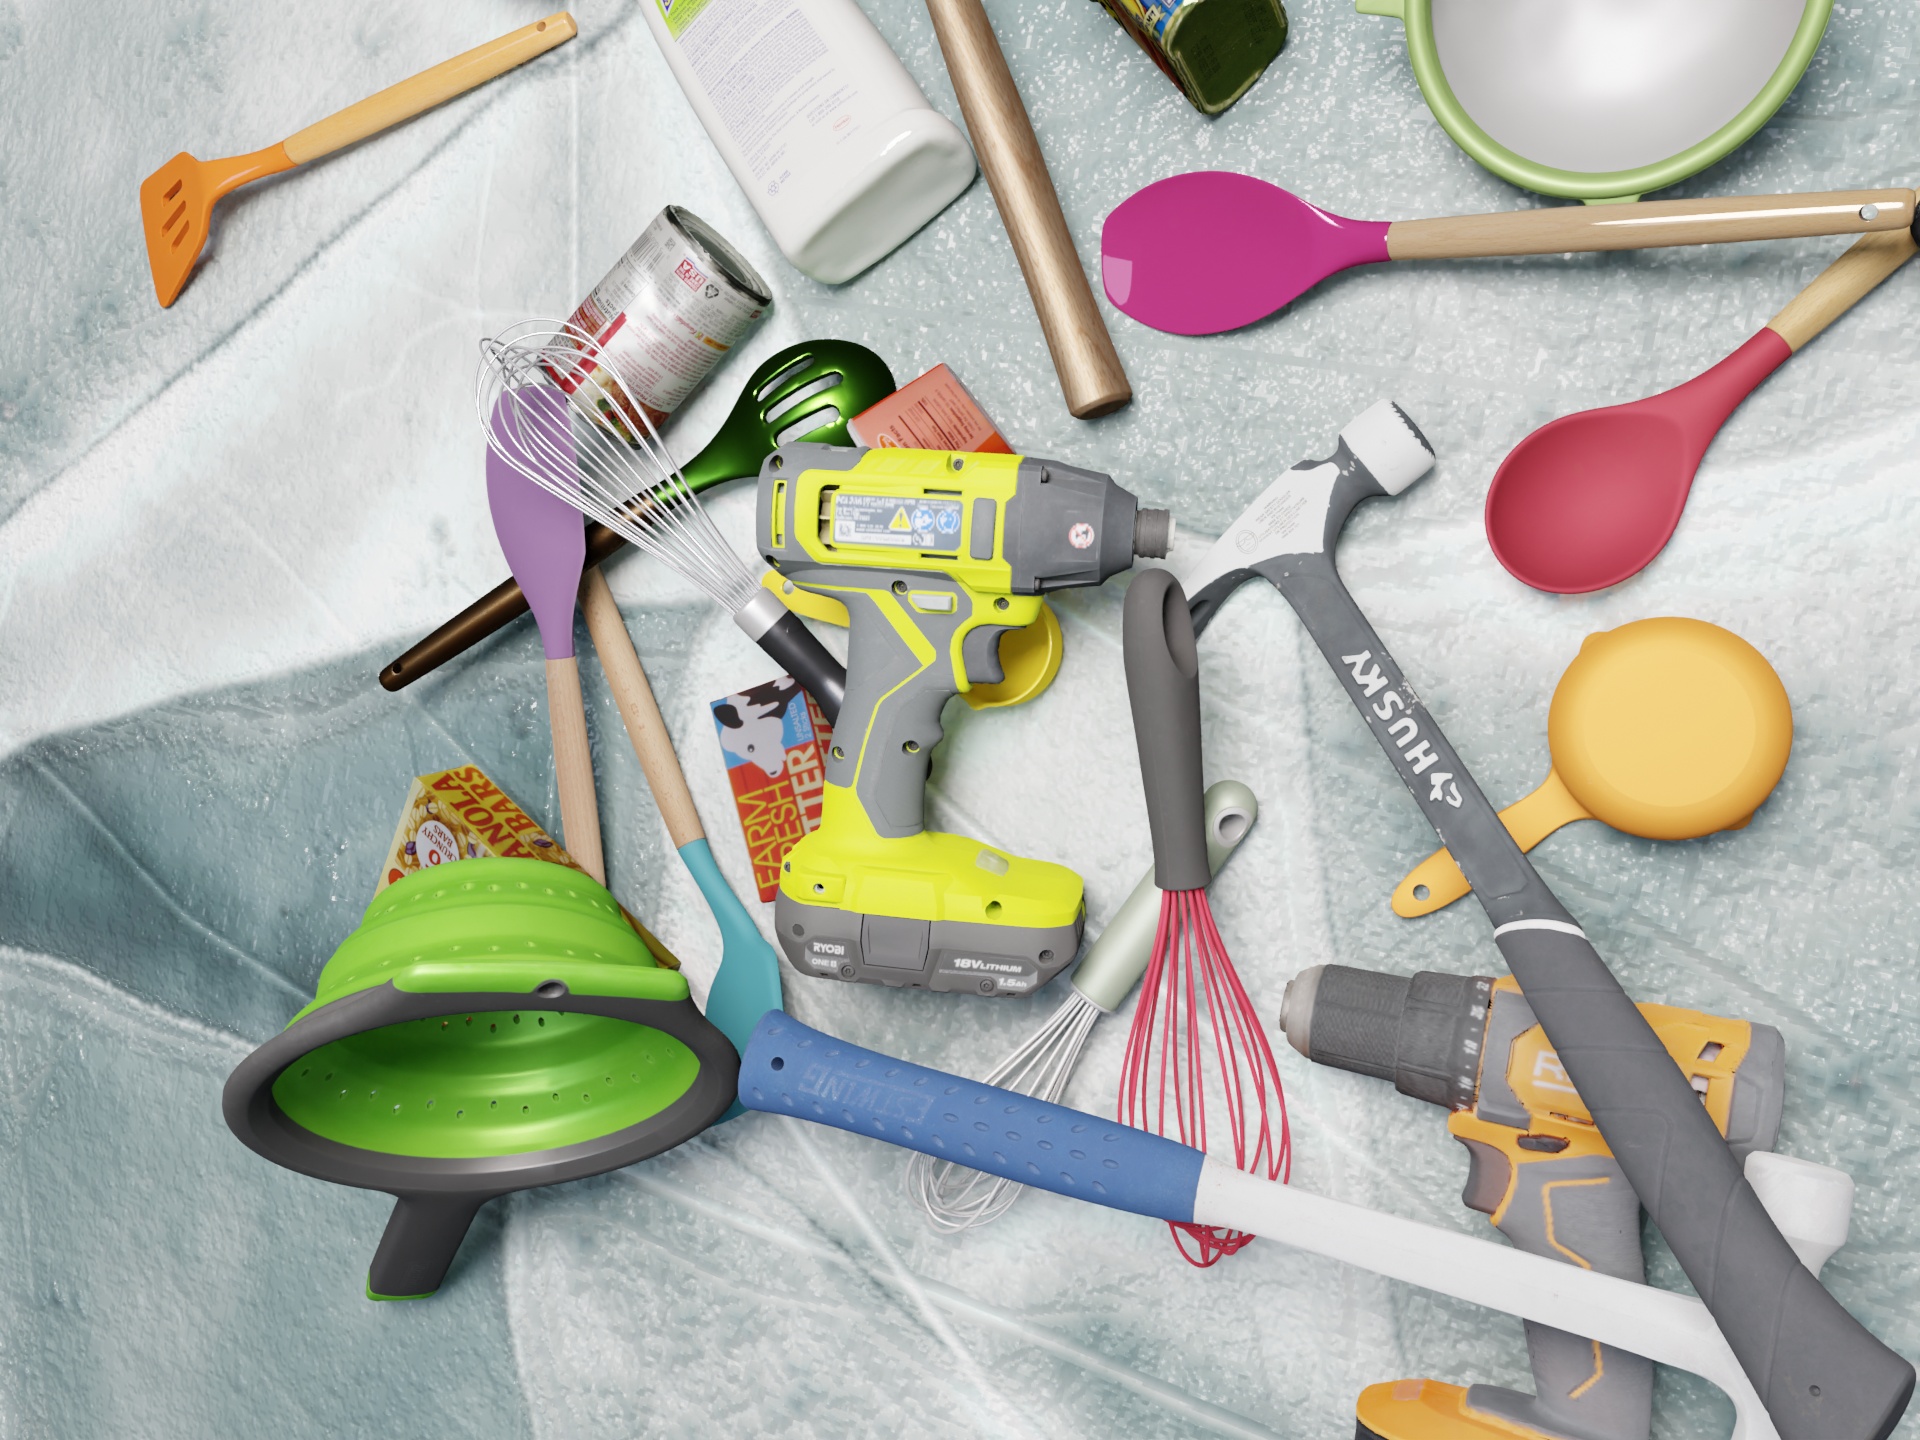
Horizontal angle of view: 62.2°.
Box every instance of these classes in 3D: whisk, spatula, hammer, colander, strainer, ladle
[{"bbox_3d":[0.093,0.085,0.651,0.073,0.073,0.296,-3,100,22],"label":"whisk"},{"bbox_3d":[-0.199,-0.006,0.794,0.060,0.018,0.316,-1,100,28],"label":"spatula"},{"bbox_3d":[-0.115,-0.072,0.733,0.070,0.070,0.284,-43,97,16],"label":"whisk"},{"bbox_3d":[0.100,0.186,0.600,0.405,0.035,0.144,11,84,20],"label":"hammer"},{"bbox_3d":[0.194,0.063,0.577,0.149,0.036,0.409,-39,53,21],"label":"hammer"},{"bbox_3d":[0.006,-0.293,0.708,0.031,0.130,0.331,-20,89,34],"label":"hammer"},{"bbox_3d":[-0.151,0.040,0.791,0.082,0.044,0.318,-35,73,42],"label":"spatula"},{"bbox_3d":[0.054,0.128,0.706,0.057,0.059,0.246,31,99,-24],"label":"whisk"},{"bbox_3d":[-0.232,0.169,0.737,0.397,0.204,0.095,125,143,-46],"label":"colander"},{"bbox_3d":[0.280,-0.311,0.574,0.151,0.069,0.256,45,129,1],"label":"strainer"},{"bbox_3d":[-0.351,-0.326,0.896,0.322,0.041,0.081,-16,82,17],"label":"spatula"},{"bbox_3d":[0.332,-0.164,0.605,0.315,0.031,0.069,-43,81,14],"label":"ladle"}]

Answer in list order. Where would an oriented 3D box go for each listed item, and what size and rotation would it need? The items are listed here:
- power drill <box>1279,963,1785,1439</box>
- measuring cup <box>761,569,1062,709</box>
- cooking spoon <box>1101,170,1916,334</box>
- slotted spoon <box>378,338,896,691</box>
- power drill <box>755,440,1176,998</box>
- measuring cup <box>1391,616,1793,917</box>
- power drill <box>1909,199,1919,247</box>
[{"bbox_3d":[0.205,0.209,0.621,0.185,0.084,0.226,9,88,22],"label":"power drill"},{"bbox_3d":[-0.024,-0.047,0.750,0.156,0.029,0.062,17,95,25],"label":"measuring cup"},{"bbox_3d":[0.199,-0.194,0.641,0.319,0.017,0.068,7,109,32],"label":"cooking spoon"},{"bbox_3d":[-0.170,-0.095,0.795,0.314,0.031,0.070,-30,74,15],"label":"slotted spoon"},{"bbox_3d":[-0.001,-0.002,0.681,0.171,0.080,0.223,5,102,8],"label":"power drill"},{"bbox_3d":[0.240,0.028,0.623,0.173,0.052,0.095,-38,75,15],"label":"measuring cup"},{"bbox_3d":[0.417,-0.103,0.532,0.188,0.080,0.227,-32,85,15],"label":"power drill"}]
